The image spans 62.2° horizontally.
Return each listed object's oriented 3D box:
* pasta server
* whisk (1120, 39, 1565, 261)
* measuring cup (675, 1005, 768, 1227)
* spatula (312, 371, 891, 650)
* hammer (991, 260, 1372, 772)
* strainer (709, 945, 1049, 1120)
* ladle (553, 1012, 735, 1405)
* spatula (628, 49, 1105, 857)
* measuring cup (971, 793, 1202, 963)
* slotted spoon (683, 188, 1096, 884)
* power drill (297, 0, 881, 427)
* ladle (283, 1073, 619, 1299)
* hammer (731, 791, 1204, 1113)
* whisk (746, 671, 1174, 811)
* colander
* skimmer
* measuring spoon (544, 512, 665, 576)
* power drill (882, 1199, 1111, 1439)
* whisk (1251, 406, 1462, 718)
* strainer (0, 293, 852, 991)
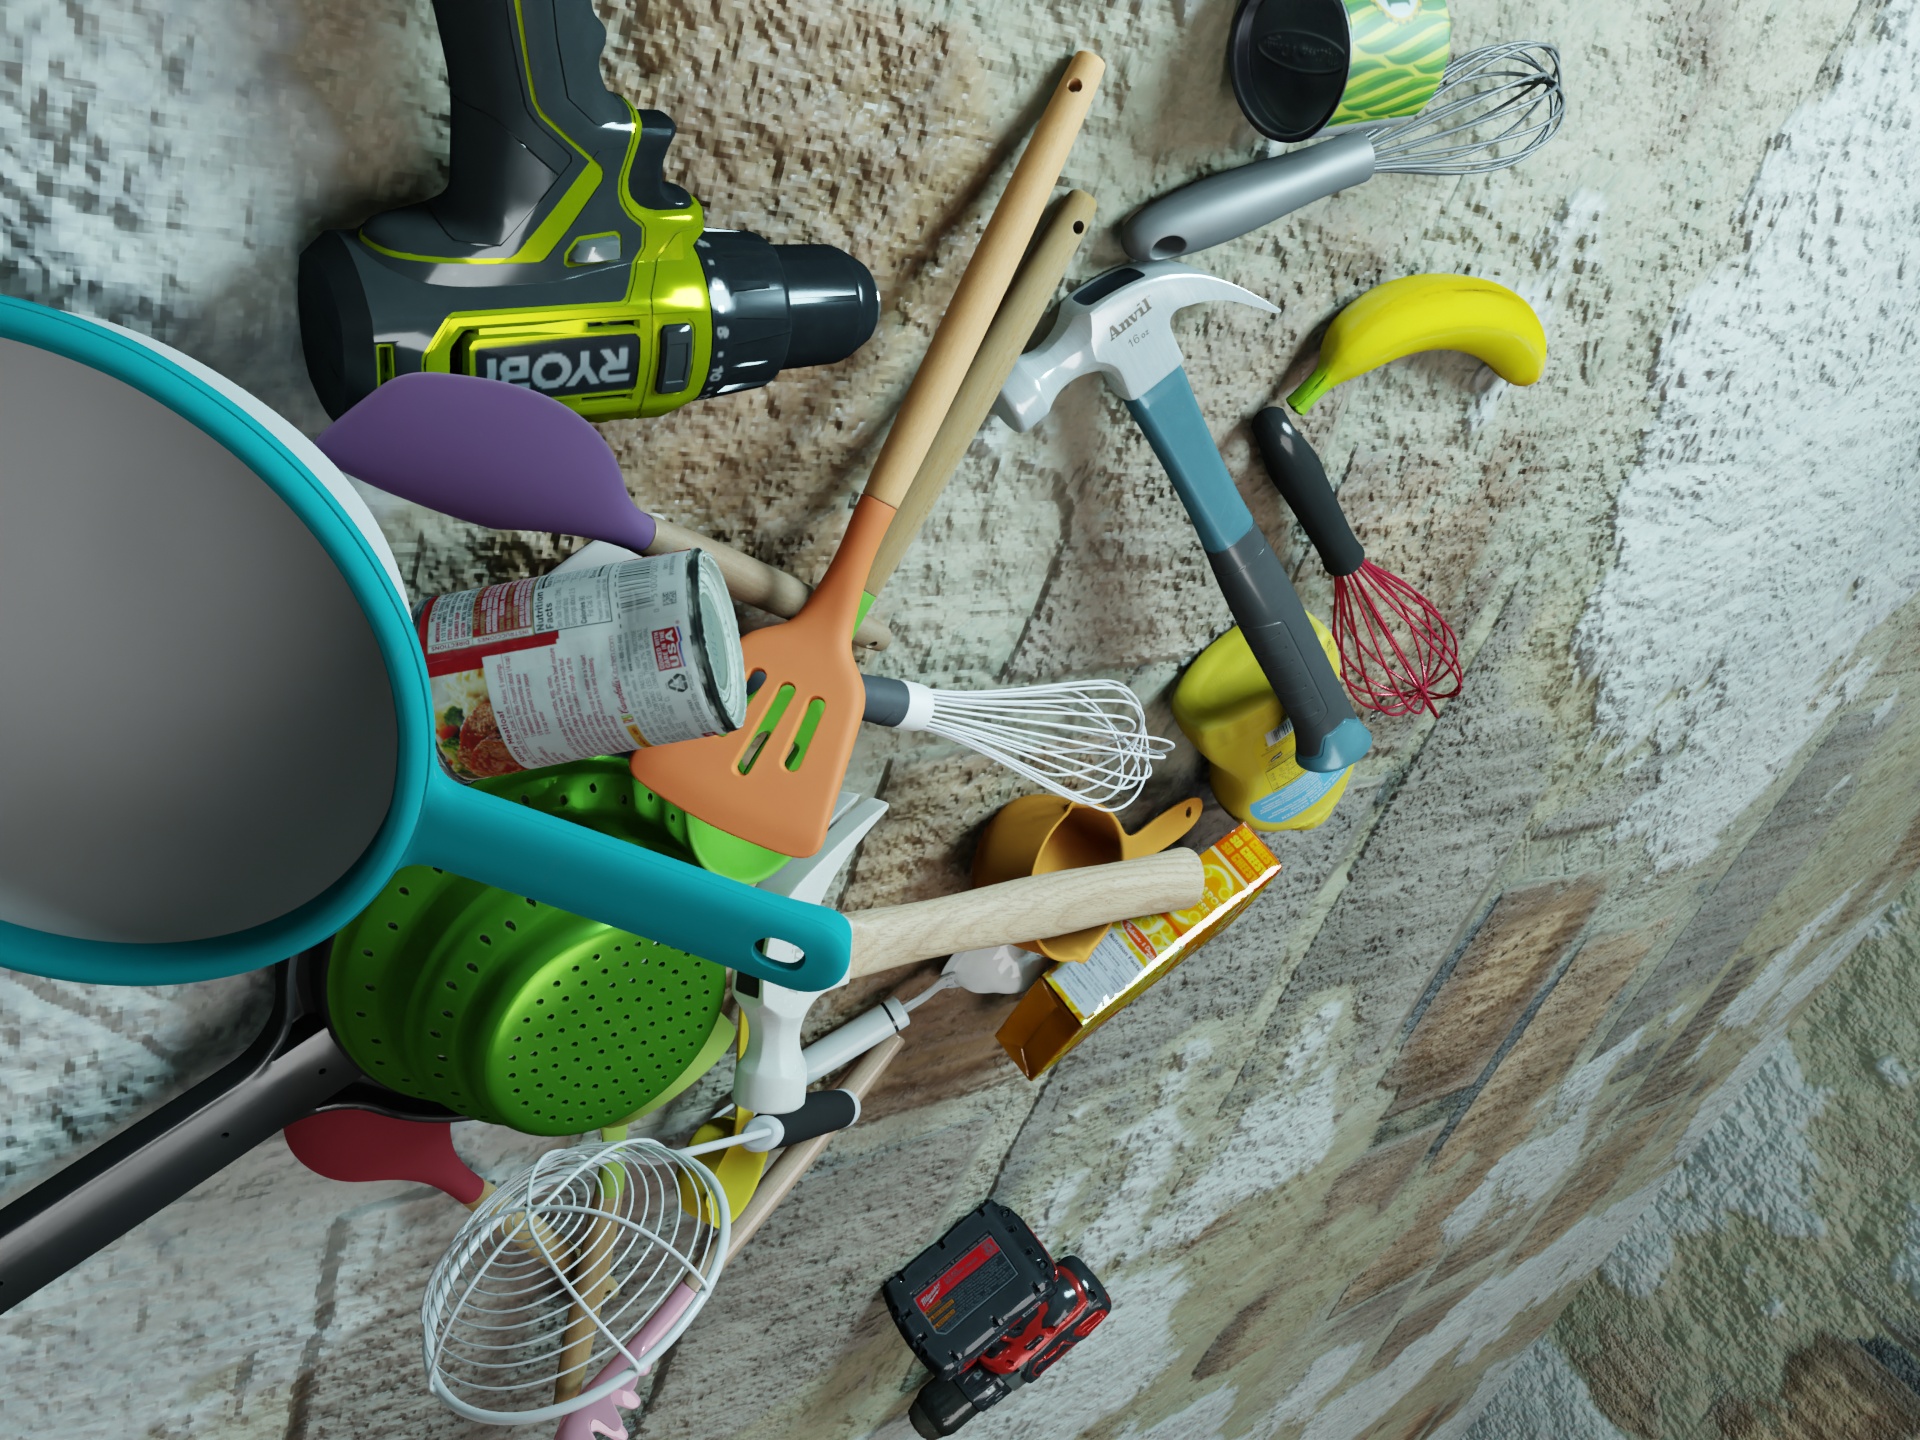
[{"bbox_3d":[-0.131,0.311,0.921,0.316,0.040,0.060,-50,173,-9],"label":"pasta server"},{"bbox_3d":[0.172,-0.245,0.697,0.239,0.055,0.055,-24,139,-16],"label":"whisk"},{"bbox_3d":[-0.126,0.196,0.851,0.062,0.029,0.156,-23,122,-63],"label":"measuring cup"},{"bbox_3d":[-0.102,-0.064,0.590,0.060,0.018,0.315,-31,159,17],"label":"spatula"},{"bbox_3d":[0.134,-0.081,0.774,0.128,0.033,0.330,-40,130,-4],"label":"hammer"},{"bbox_3d":[-0.030,0.167,0.917,0.258,0.050,0.086,-29,154,-13],"label":"strainer"},{"bbox_3d":[-0.180,0.273,0.847,0.078,0.062,0.320,-47,158,-58],"label":"ladle"},{"bbox_3d":[-0.021,-0.106,0.603,0.322,0.081,0.041,-64,175,3],"label":"spatula"},{"bbox_3d":[0.073,0.072,0.903,0.173,0.052,0.095,-24,116,-46],"label":"measuring cup"},{"bbox_3d":[-0.027,-0.076,0.649,0.070,0.031,0.314,27,94,-42],"label":"slotted spoon"},{"bbox_3d":[-0.096,-0.193,0.475,0.190,0.080,0.228,-14,137,-32],"label":"power drill"},{"bbox_3d":[-0.241,0.249,0.814,0.069,0.031,0.315,-36,144,-11],"label":"ladle"},{"bbox_3d":[0.021,0.093,0.782,0.331,0.031,0.130,-4,101,-49],"label":"hammer"},{"bbox_3d":[0.000,-0.003,0.764,0.284,0.070,0.070,11,118,-42],"label":"whisk"},{"bbox_3d":[-0.229,0.146,0.633,0.397,0.095,0.204,-34,136,-20],"label":"colander"},{"bbox_3d":[-0.114,0.231,0.745,0.127,0.090,0.363,-13,169,14],"label":"skimmer"},{"bbox_3d":[-0.161,-0.038,0.612,0.124,0.018,0.034,-38,143,-7],"label":"measuring spoon"},{"bbox_3d":[0.016,0.473,1.227,0.188,0.080,0.226,-38,146,-6],"label":"power drill"},{"bbox_3d":[0.220,-0.080,0.890,0.073,0.073,0.295,-44,138,1],"label":"whisk"},{"bbox_3d":[-0.187,-0.009,0.468,0.340,0.095,0.211,22,120,-14],"label":"strainer"}]
